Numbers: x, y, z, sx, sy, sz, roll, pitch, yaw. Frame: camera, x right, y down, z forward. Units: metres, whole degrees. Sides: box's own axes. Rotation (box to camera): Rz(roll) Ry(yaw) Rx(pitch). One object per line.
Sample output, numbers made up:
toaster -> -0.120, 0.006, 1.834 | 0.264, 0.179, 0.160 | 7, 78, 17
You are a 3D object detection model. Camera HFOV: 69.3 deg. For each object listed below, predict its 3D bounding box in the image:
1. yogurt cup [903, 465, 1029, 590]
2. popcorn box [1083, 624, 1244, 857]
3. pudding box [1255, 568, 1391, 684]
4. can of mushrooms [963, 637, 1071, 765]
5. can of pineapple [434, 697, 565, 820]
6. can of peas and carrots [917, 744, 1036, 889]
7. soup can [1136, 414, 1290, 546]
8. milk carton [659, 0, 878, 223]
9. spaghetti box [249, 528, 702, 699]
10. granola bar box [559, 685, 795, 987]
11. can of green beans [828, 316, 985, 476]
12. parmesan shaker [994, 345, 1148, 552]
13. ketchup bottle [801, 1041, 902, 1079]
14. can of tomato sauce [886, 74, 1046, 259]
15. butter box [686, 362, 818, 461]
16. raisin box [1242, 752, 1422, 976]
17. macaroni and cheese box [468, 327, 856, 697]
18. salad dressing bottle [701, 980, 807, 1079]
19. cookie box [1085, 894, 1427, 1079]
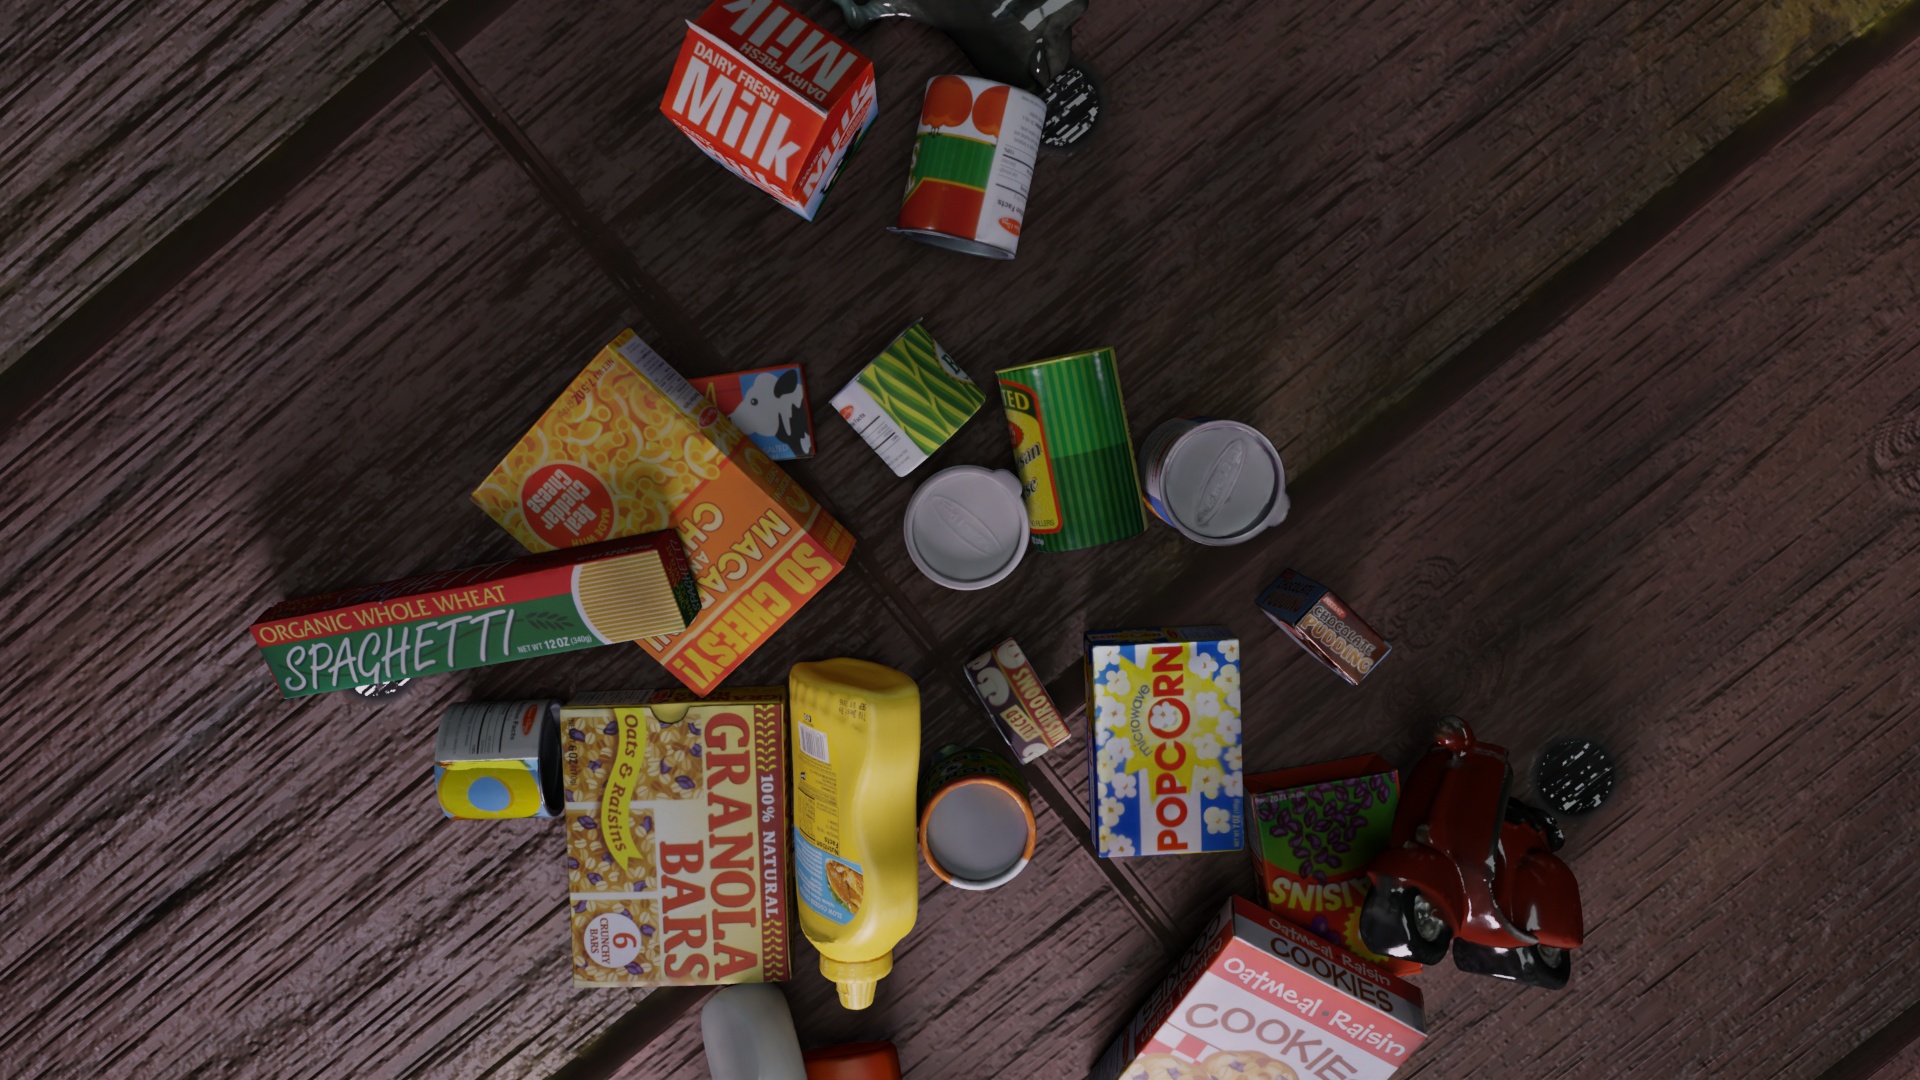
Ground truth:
yogurt cup -> 0.003, -0.010, 0.772 | 0.072, 0.054, 0.072 | 0, 97, -2
popcorn box -> 0.116, 0.115, 0.798 | 0.085, 0.038, 0.126 | -3, 96, -1
pudding box -> 0.200, 0.047, 0.771 | 0.049, 0.084, 0.030 | 43, 93, -6
can of mushrooms -> 0.032, 0.090, 0.777 | 0.033, 0.071, 0.071 | -30, 97, 0
can of pineapple -> -0.253, 0.123, 0.773 | 0.058, 0.071, 0.071 | -2, 97, -1
can of peas and carrots -> 0.008, 0.155, 0.789 | 0.071, 0.059, 0.071 | 0, 97, -3
soup can -> 0.137, -0.033, 0.760 | 0.071, 0.084, 0.071 | 0, 97, -2
milk carton -> -0.090, -0.212, 0.678 | 0.072, 0.191, 0.073 | 32, 95, -5
spaghetti box -> -0.264, 0.041, 0.750 | 0.250, 0.029, 0.050 | -10, 112, 12
granola bar box -> -0.160, 0.169, 0.794 | 0.124, 0.039, 0.165 | -1, 97, -2
can of green beans -> -0.028, -0.077, 0.758 | 0.071, 0.071, 0.058 | -43, 97, 3
parmesan shaker -> 0.062, -0.050, 0.761 | 0.071, 0.071, 0.103 | -12, 97, -1
ketchup bottle -> -0.059, 0.368, 0.795 | 0.065, 0.043, 0.149 | -9, 78, 7
can of tomato sauce -> 0.004, -0.200, 0.746 | 0.071, 0.071, 0.083 | 12, 95, -3
butter box -> -0.135, -0.067, 0.776 | 0.103, 0.024, 0.053 | -8, 98, -1
raisin box -> 0.216, 0.194, 0.811 | 0.086, 0.040, 0.123 | -9, 97, -2
macaroni and cheese box -> -0.159, -0.012, 0.751 | 0.166, 0.040, 0.123 | 44, 111, -12
salad dressing bottle -> -0.104, 0.322, 0.769 | 0.044, 0.148, 0.064 | 7, 136, -38
cookie box -> 0.165, 0.294, 0.794 | 0.123, 0.040, 0.166 | 28, 115, -5
